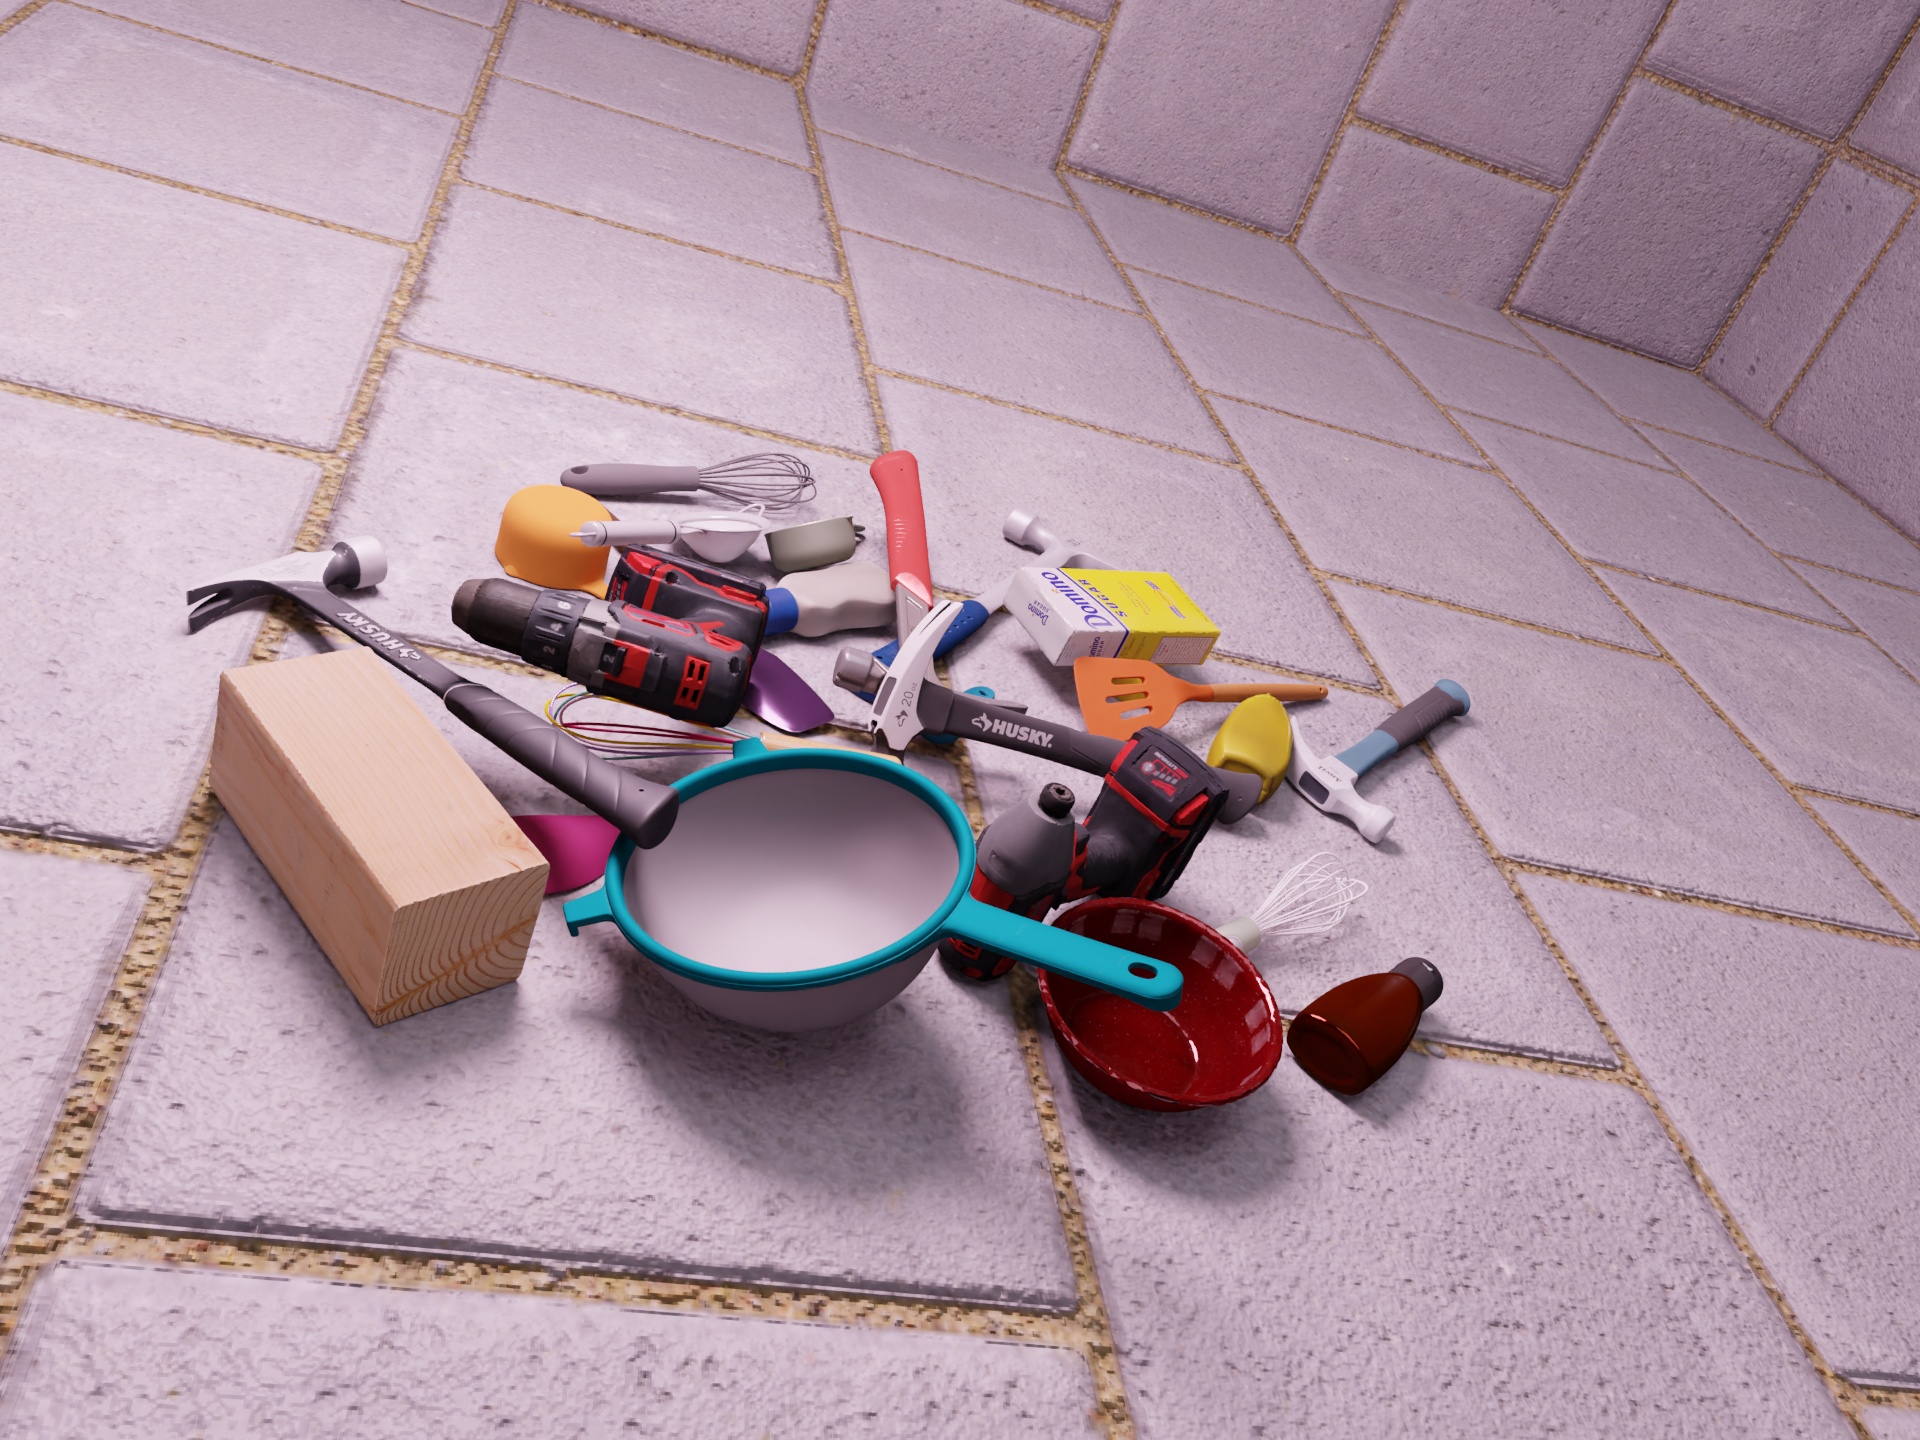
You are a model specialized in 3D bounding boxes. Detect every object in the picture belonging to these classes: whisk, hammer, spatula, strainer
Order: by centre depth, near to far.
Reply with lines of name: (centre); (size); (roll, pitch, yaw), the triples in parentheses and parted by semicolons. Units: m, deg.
strainer: (-0.038, 0.128, 0.907); (0.340, 0.095, 0.211); (16, 38, 21)
hammer: (-0.325, -0.022, 0.998); (0.409, 0.036, 0.149); (28, 32, 31)
whisk: (-0.157, 0.017, 1.074); (0.245, 0.051, 0.047); (11, 2, -17)
whisk: (0.209, 0.148, 1.130); (0.246, 0.057, 0.059); (-18, 14, -42)
hammer: (0.091, 0.017, 1.202); (0.334, 0.146, 0.035); (15, 2, -26)
spatula: (-0.211, -0.088, 1.255); (0.060, 0.018, 0.316); (-20, 51, -38)
strainer: (-0.230, -0.149, 1.274); (0.087, 0.050, 0.258); (11, 11, 23)
hammer: (-0.033, -0.121, 1.322); (0.149, 0.036, 0.359); (16, 35, -16)
hammer: (0.024, -0.098, 1.402); (0.144, 0.035, 0.405); (31, 32, 14)
spatula: (0.226, -0.022, 1.407); (0.322, 0.041, 0.081); (-1, 73, -45)
whisk: (-0.236, -0.211, 1.408); (0.239, 0.055, 0.055); (-5, 40, -30)
hammer: (0.395, 0.017, 1.460); (0.128, 0.033, 0.331); (38, 34, 22)

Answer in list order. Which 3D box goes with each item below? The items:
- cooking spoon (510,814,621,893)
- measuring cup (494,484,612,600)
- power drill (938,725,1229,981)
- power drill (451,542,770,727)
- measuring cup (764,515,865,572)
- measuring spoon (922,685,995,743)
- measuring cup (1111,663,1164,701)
cooking spoon: (-0.182, 0.058, 1.047); (0.319, 0.017, 0.069); (-14, 49, -45)
measuring cup: (-0.282, -0.127, 1.235); (0.174, 0.052, 0.095); (31, 32, 18)
power drill: (0.082, 0.082, 1.059); (0.079, 0.143, 0.219); (40, 33, 23)
power drill: (-0.225, -0.064, 1.075); (0.188, 0.080, 0.227); (17, 12, -4)
measuring cup: (-0.113, -0.154, 1.398); (0.083, 0.038, 0.167); (-10, 3, 17)
measuring spoon: (-0.002, -0.004, 1.265); (0.042, 0.021, 0.128); (29, 23, 13)
measuring cup: (0.152, -0.068, 1.439); (0.062, 0.029, 0.157); (15, 34, -12)
